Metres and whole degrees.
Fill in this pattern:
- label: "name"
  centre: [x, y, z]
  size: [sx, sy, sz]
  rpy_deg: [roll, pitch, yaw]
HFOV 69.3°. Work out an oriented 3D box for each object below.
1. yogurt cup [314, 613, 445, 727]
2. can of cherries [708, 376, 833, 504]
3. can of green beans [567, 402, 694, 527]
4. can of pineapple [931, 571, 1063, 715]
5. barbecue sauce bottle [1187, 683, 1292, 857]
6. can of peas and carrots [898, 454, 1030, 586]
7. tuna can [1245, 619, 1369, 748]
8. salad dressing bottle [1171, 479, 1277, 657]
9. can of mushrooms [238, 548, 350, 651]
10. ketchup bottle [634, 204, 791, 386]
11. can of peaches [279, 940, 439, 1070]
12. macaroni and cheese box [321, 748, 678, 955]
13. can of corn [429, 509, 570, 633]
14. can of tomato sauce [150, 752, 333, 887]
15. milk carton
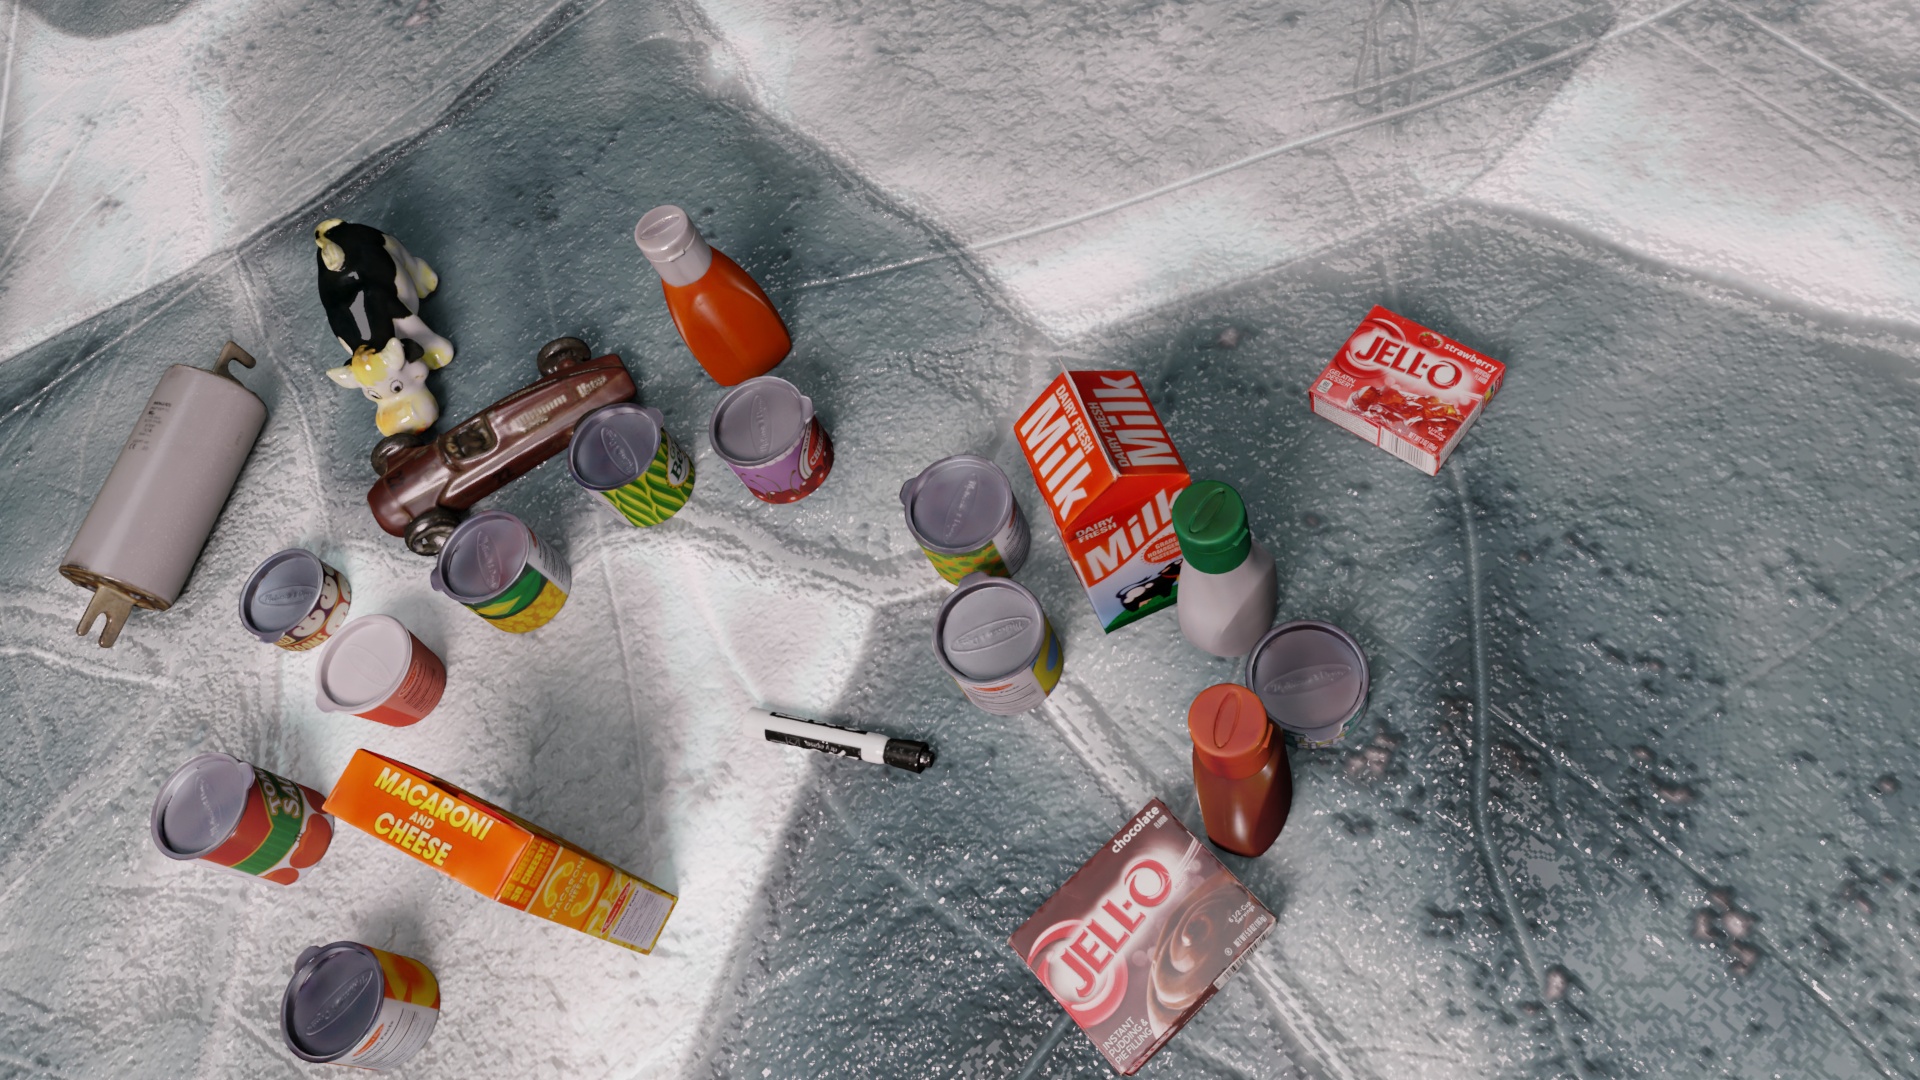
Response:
- label: "yogurt cup"
  centre: [-0.375, 0.088, 0.908]
  size: [0.072, 0.053, 0.072]
  rpy_deg: [-6, 63, 13]
- label: "can of cherries"
  centre: [-0.120, -0.065, 0.910]
  size: [0.071, 0.058, 0.072]
  rpy_deg: [-6, 63, 13]
- label: "can of green beans"
  centre: [-0.219, -0.050, 0.931]
  size: [0.071, 0.057, 0.071]
  rpy_deg: [-6, 63, 13]
- label: "can of pineapple"
  centre: [0.023, 0.061, 0.808]
  size: [0.071, 0.057, 0.071]
  rpy_deg: [-6, 63, 13]
- label: "barbecue sauce bottle"
  centre: [0.141, 0.113, 0.697]
  size: [0.044, 0.148, 0.065]
  rpy_deg: [13, 69, 21]
- label: "can of peas and carrots"
  centre: [0.003, -0.011, 0.848]
  size: [0.071, 0.058, 0.071]
  rpy_deg: [-6, 63, 13]
- label: "tuna can"
  centre: [0.192, 0.082, 0.765]
  size: [0.071, 0.032, 0.071]
  rpy_deg: [-6, 63, 13]
- label: "salad dressing bottle"
  centre: [0.140, 0.016, 0.746]
  size: [0.044, 0.147, 0.064]
  rpy_deg: [33, 77, 27]
- label: "can of mushrooms"
  centre: [-0.463, 0.044, 0.966]
  size: [0.071, 0.033, 0.071]
  rpy_deg: [-6, 63, 13]
- label: "ketchup bottle"
  centre: [-0.166, -0.161, 0.919]
  size: [0.065, 0.148, 0.044]
  rpy_deg: [-30, 61, 0]
- label: "can of peaches"
  centre: [-0.349, 0.270, 0.808]
  size: [0.071, 0.058, 0.071]
  rpy_deg: [-6, 63, 13]
- label: "macaroni and cheese box"
  centre: [-0.247, 0.173, 0.766]
  size: [0.124, 0.166, 0.040]
  rpy_deg: [19, 71, 23]
- label: "can of corn"
  centre: [-0.303, 0.023, 0.918]
  size: [0.071, 0.058, 0.071]
  rpy_deg: [-6, 63, 13]
- label: "can of tomato sauce"
  centre: [-0.445, 0.174, 0.868]
  size: [0.071, 0.083, 0.071]
  rpy_deg: [-6, 63, 13]
- label: "milk carton"
  centre: [0.084, -0.025, 0.757]
  size: [0.073, 0.190, 0.072]
  rpy_deg: [-25, 61, 3]
